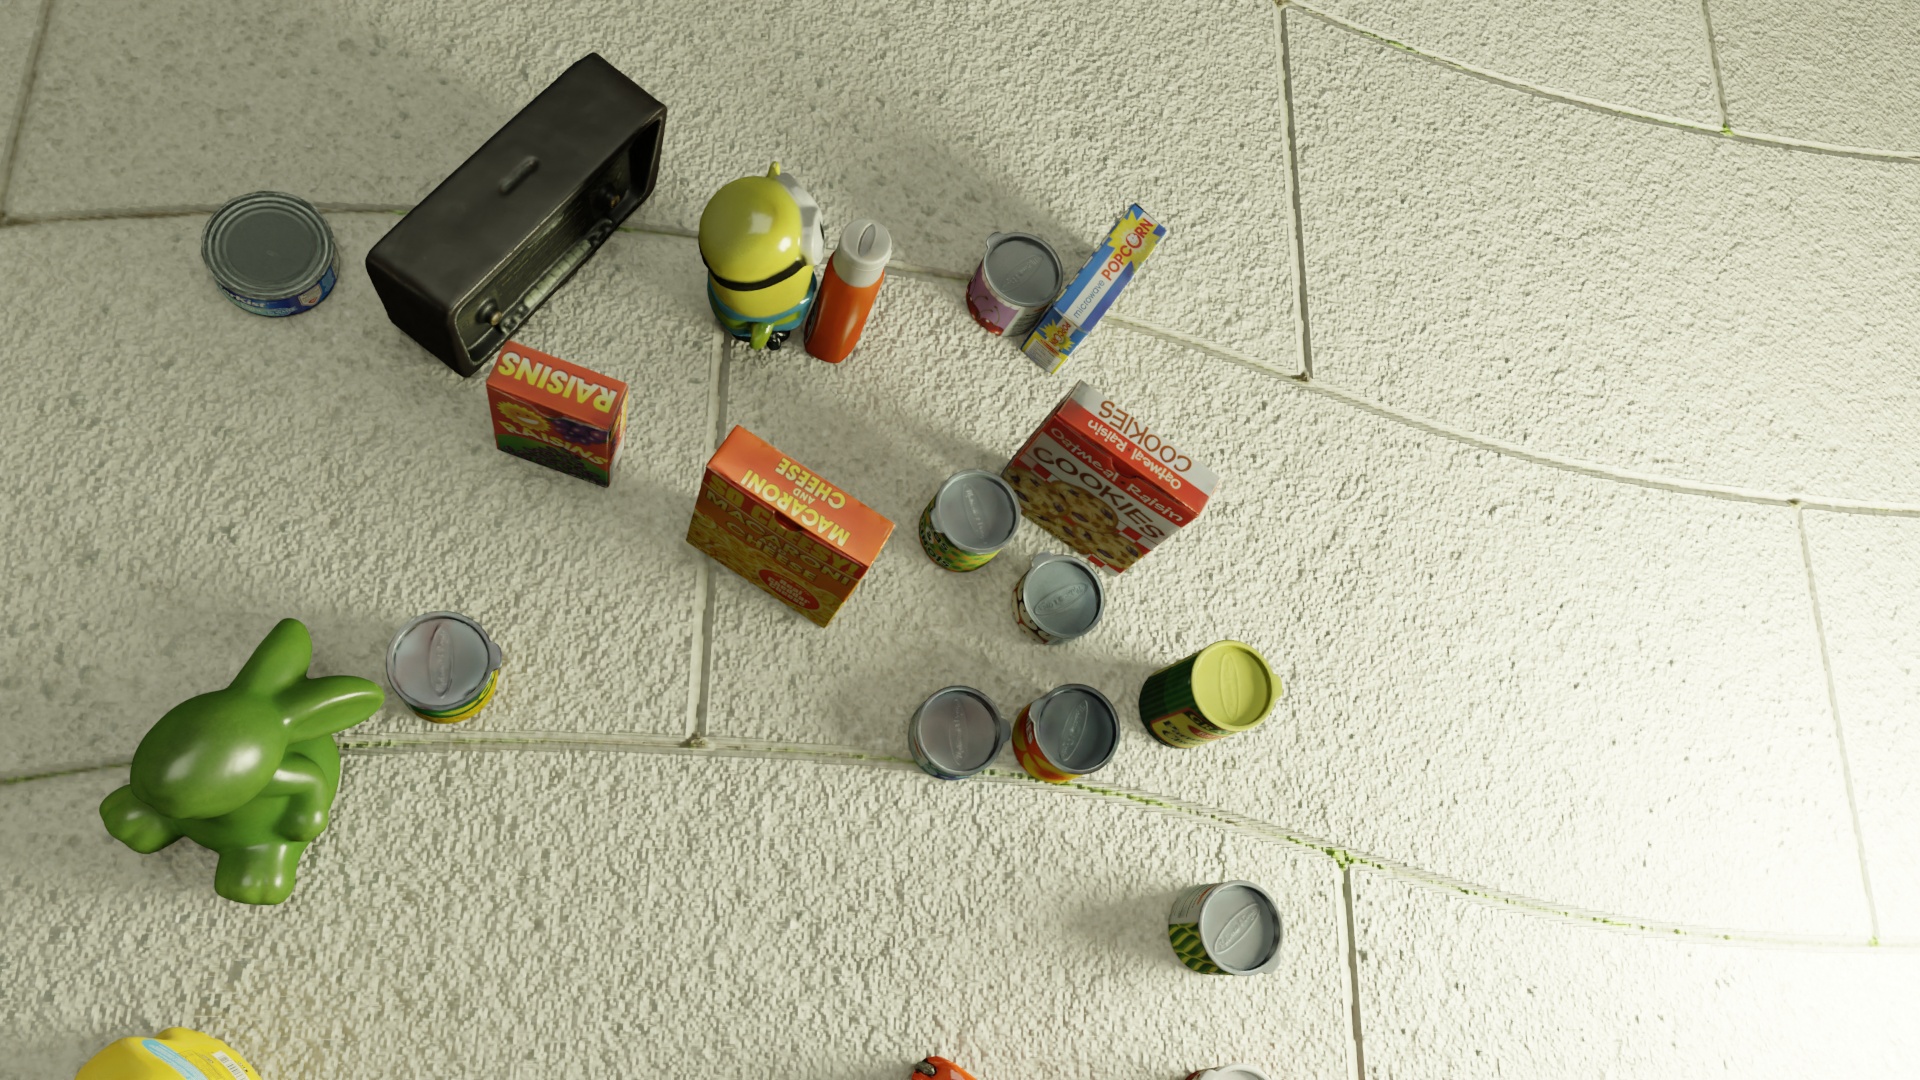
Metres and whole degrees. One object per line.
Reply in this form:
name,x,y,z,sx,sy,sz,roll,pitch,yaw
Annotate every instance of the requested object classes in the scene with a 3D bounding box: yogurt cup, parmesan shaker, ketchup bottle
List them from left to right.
ketchup bottle,-0.083,-0.188,1.035,0.043,0.148,0.065,20,69,-9
parmesan shaker,0.185,0.118,1.036,0.071,0.102,0.071,4,72,-14
yogurt cup,0.185,0.401,0.973,0.072,0.053,0.072,4,72,-14

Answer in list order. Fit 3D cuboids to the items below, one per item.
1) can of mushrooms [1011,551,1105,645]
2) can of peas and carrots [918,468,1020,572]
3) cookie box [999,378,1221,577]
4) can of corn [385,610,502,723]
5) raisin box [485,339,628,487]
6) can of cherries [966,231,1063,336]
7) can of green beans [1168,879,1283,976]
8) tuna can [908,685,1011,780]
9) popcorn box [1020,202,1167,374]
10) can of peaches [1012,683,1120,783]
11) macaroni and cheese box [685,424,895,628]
can of mushrooms,0.074,0.044,1.067,0.071,0.033,0.071,4,72,-14
can of peas and carrots,0.004,-0.013,1.052,0.071,0.058,0.071,4,72,-14
cookie box,0.102,-0.040,1.029,0.123,0.167,0.040,34,68,-3
can of corn,-0.341,0.085,0.926,0.071,0.058,0.071,4,72,-14
raisin box,-0.278,-0.085,0.962,0.086,0.123,0.040,21,69,-8
can of cherries,0.041,-0.209,1.125,0.071,0.058,0.071,4,72,-14
can of green beans,0.192,0.282,1.011,0.071,0.057,0.071,4,72,-14
tuna can,-0.001,0.141,1.016,0.071,0.032,0.071,4,72,-14
popcorn box,0.107,-0.203,1.126,0.038,0.085,0.127,38,67,-2
can of peaches,0.075,0.142,1.023,0.071,0.058,0.071,4,72,-14
macaroni and cheese box,-0.122,-0.004,0.956,0.124,0.166,0.040,32,68,-4
